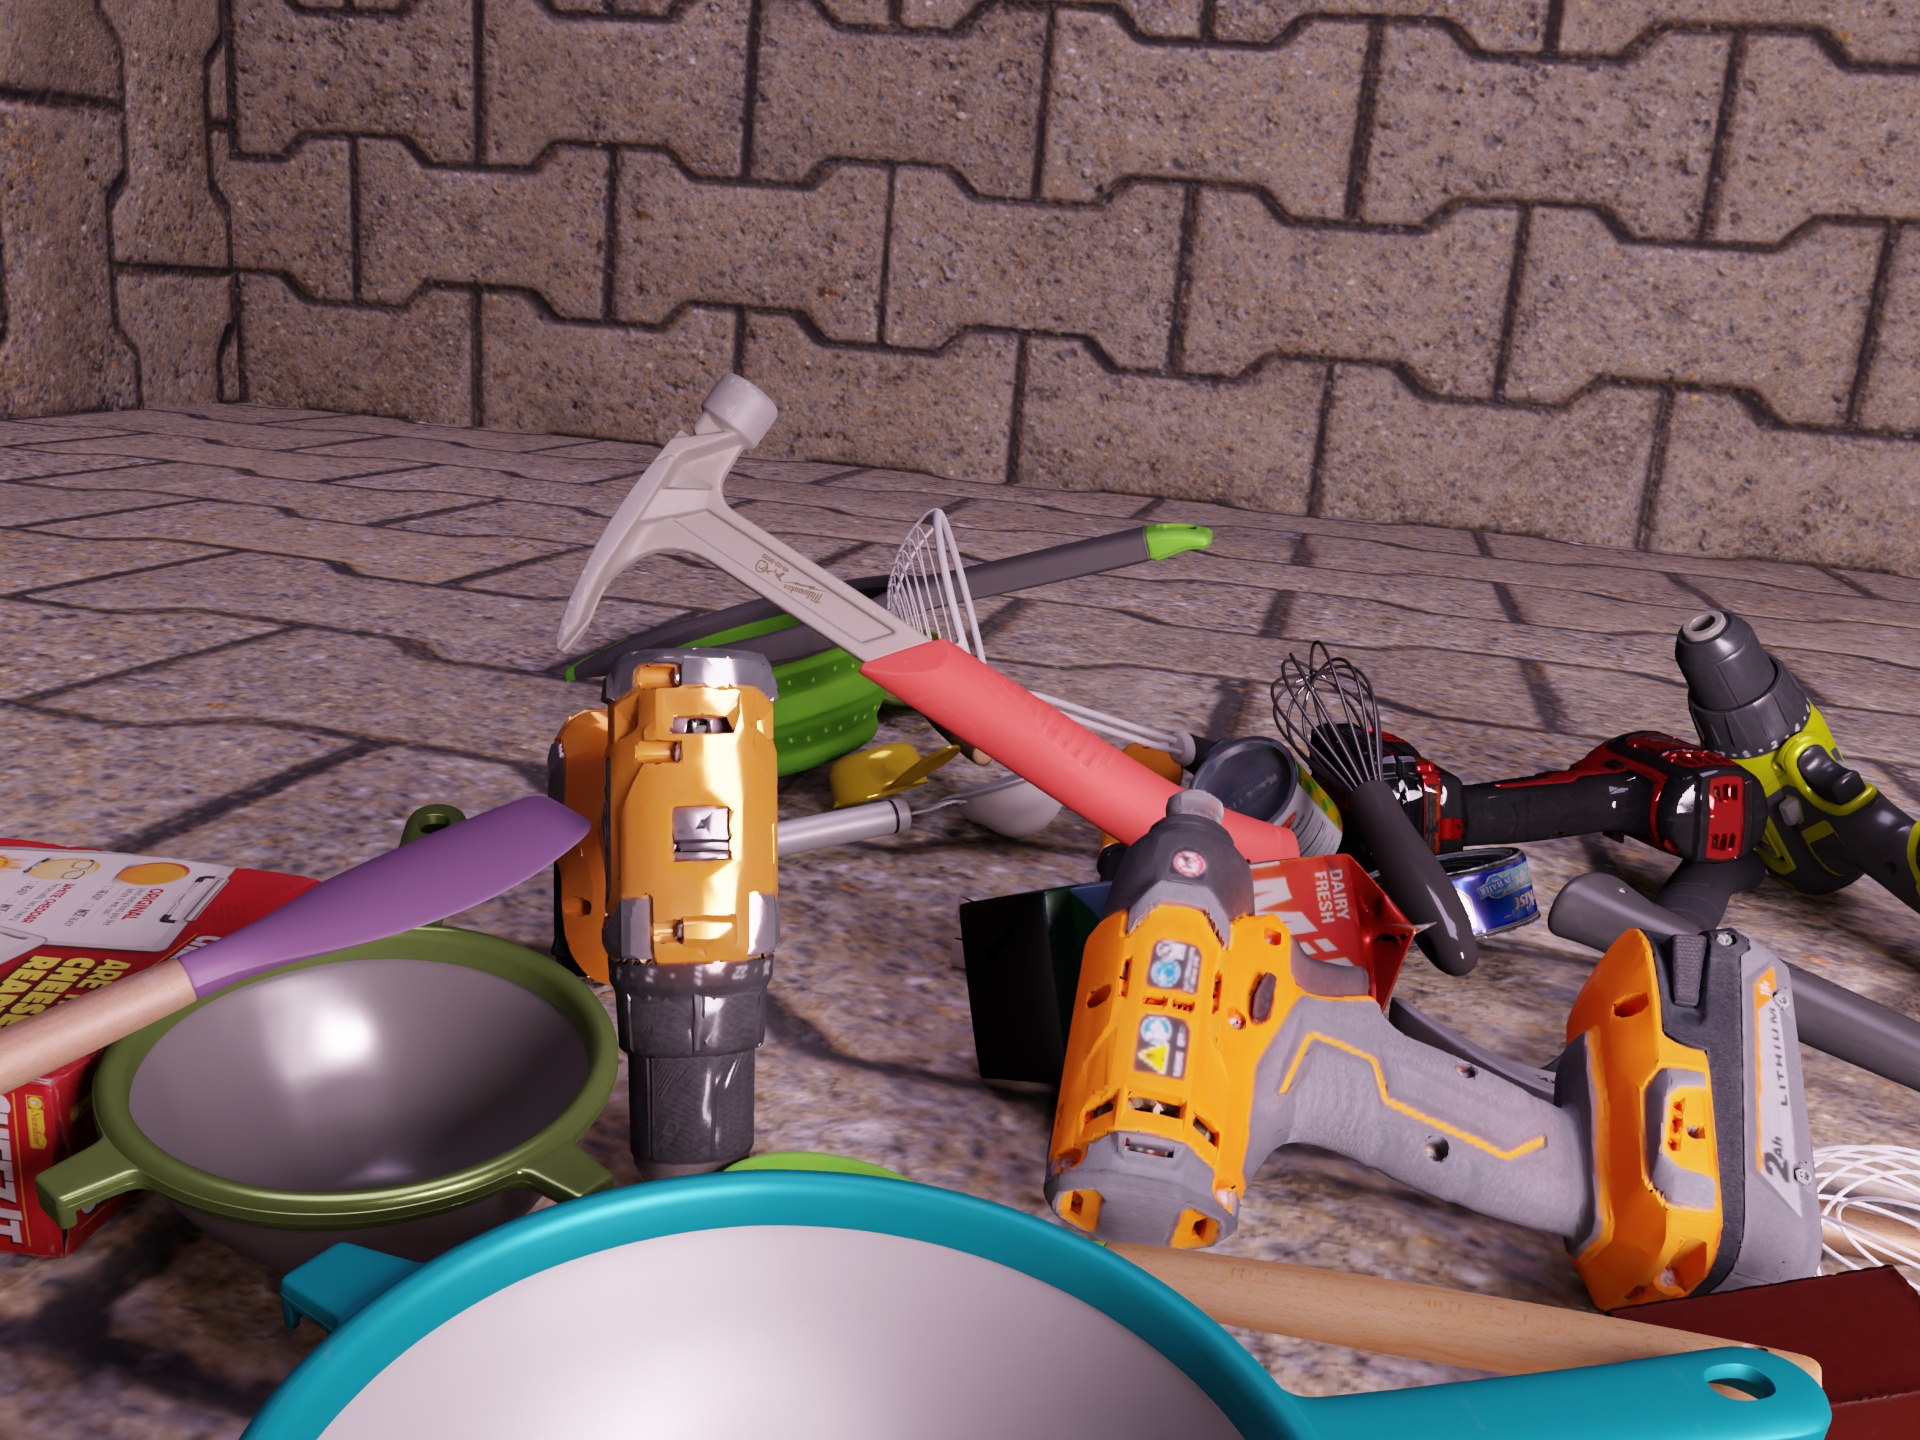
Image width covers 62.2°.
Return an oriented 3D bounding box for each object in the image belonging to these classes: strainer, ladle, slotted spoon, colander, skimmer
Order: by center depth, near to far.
[{"bbox_3d":[0.028,0.185,0.321,0.340,0.095,0.211,1,18,-19],"label":"strainer"},{"bbox_3d":[0.064,0.160,0.448,0.314,0.031,0.070,0,12,27],"label":"slotted spoon"},{"bbox_3d":[-0.196,0.109,0.549,0.151,0.069,0.257,3,21,-12],"label":"strainer"},{"bbox_3d":[-0.028,0.054,0.890,0.258,0.050,0.087,-10,-4,-26],"label":"strainer"},{"bbox_3d":[0.102,-0.013,0.896,0.363,0.090,0.127,18,46,-36],"label":"skimmer"},{"bbox_3d":[-0.036,-0.036,0.968,0.397,0.094,0.204,-11,12,14],"label":"colander"},{"bbox_3d":[-0.017,-0.017,1.048,0.078,0.062,0.320,-10,10,-8],"label":"ladle"}]

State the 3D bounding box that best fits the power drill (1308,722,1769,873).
[{"bbox_3d":[0.316,0.043,0.898,0.219,0.078,0.143,-3,11,-4],"label":"power drill"}]

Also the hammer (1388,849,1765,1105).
[{"bbox_3d":[0.335,0.115,0.775,0.149,0.036,0.409,12,17,31],"label":"hammer"}]

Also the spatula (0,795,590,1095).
[{"bbox_3d":[-0.252,0.088,0.465,0.316,0.018,0.060,-25,30,-34],"label":"spatula"}]

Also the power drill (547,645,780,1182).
[{"bbox_3d":[-0.114,0.072,0.619,0.084,0.185,0.226,0,-3,-17],"label":"power drill"}]

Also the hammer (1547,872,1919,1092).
[{"bbox_3d":[0.387,0.141,0.599,0.335,0.035,0.146,26,24,32],"label":"hammer"}]

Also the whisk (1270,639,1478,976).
[{"bbox_3d":[0.202,0.036,0.777,0.055,0.055,0.239,2,35,-10],"label":"whisk"}]

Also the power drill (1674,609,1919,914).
[{"bbox_3d":[0.475,0.043,0.828,0.080,0.190,0.229,-37,24,2],"label":"power drill"}]

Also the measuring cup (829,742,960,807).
[{"bbox_3d":[-0.034,0.021,0.896,0.062,0.029,0.156,-14,-7,-22],"label":"measuring cup"}]

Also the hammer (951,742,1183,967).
[{"bbox_3d":[0.084,0.068,0.877,0.127,0.034,0.337,8,15,8],"label":"hammer"}]

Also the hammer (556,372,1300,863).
[{"bbox_3d":[-0.001,-0.002,0.734,0.359,0.149,0.037,33,-5,-3],"label":"hammer"}]

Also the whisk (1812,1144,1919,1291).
[{"bbox_3d":[0.373,0.199,0.450,0.285,0.070,0.070,21,22,34],"label":"whisk"}]

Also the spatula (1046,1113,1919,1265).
[{"bbox_3d":[0.191,0.166,0.573,0.317,0.044,0.082,11,15,6],"label":"spatula"}]

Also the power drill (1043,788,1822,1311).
[{"bbox_3d":[0.151,0.106,0.536,0.226,0.084,0.164,9,54,6],"label":"power drill"}]
